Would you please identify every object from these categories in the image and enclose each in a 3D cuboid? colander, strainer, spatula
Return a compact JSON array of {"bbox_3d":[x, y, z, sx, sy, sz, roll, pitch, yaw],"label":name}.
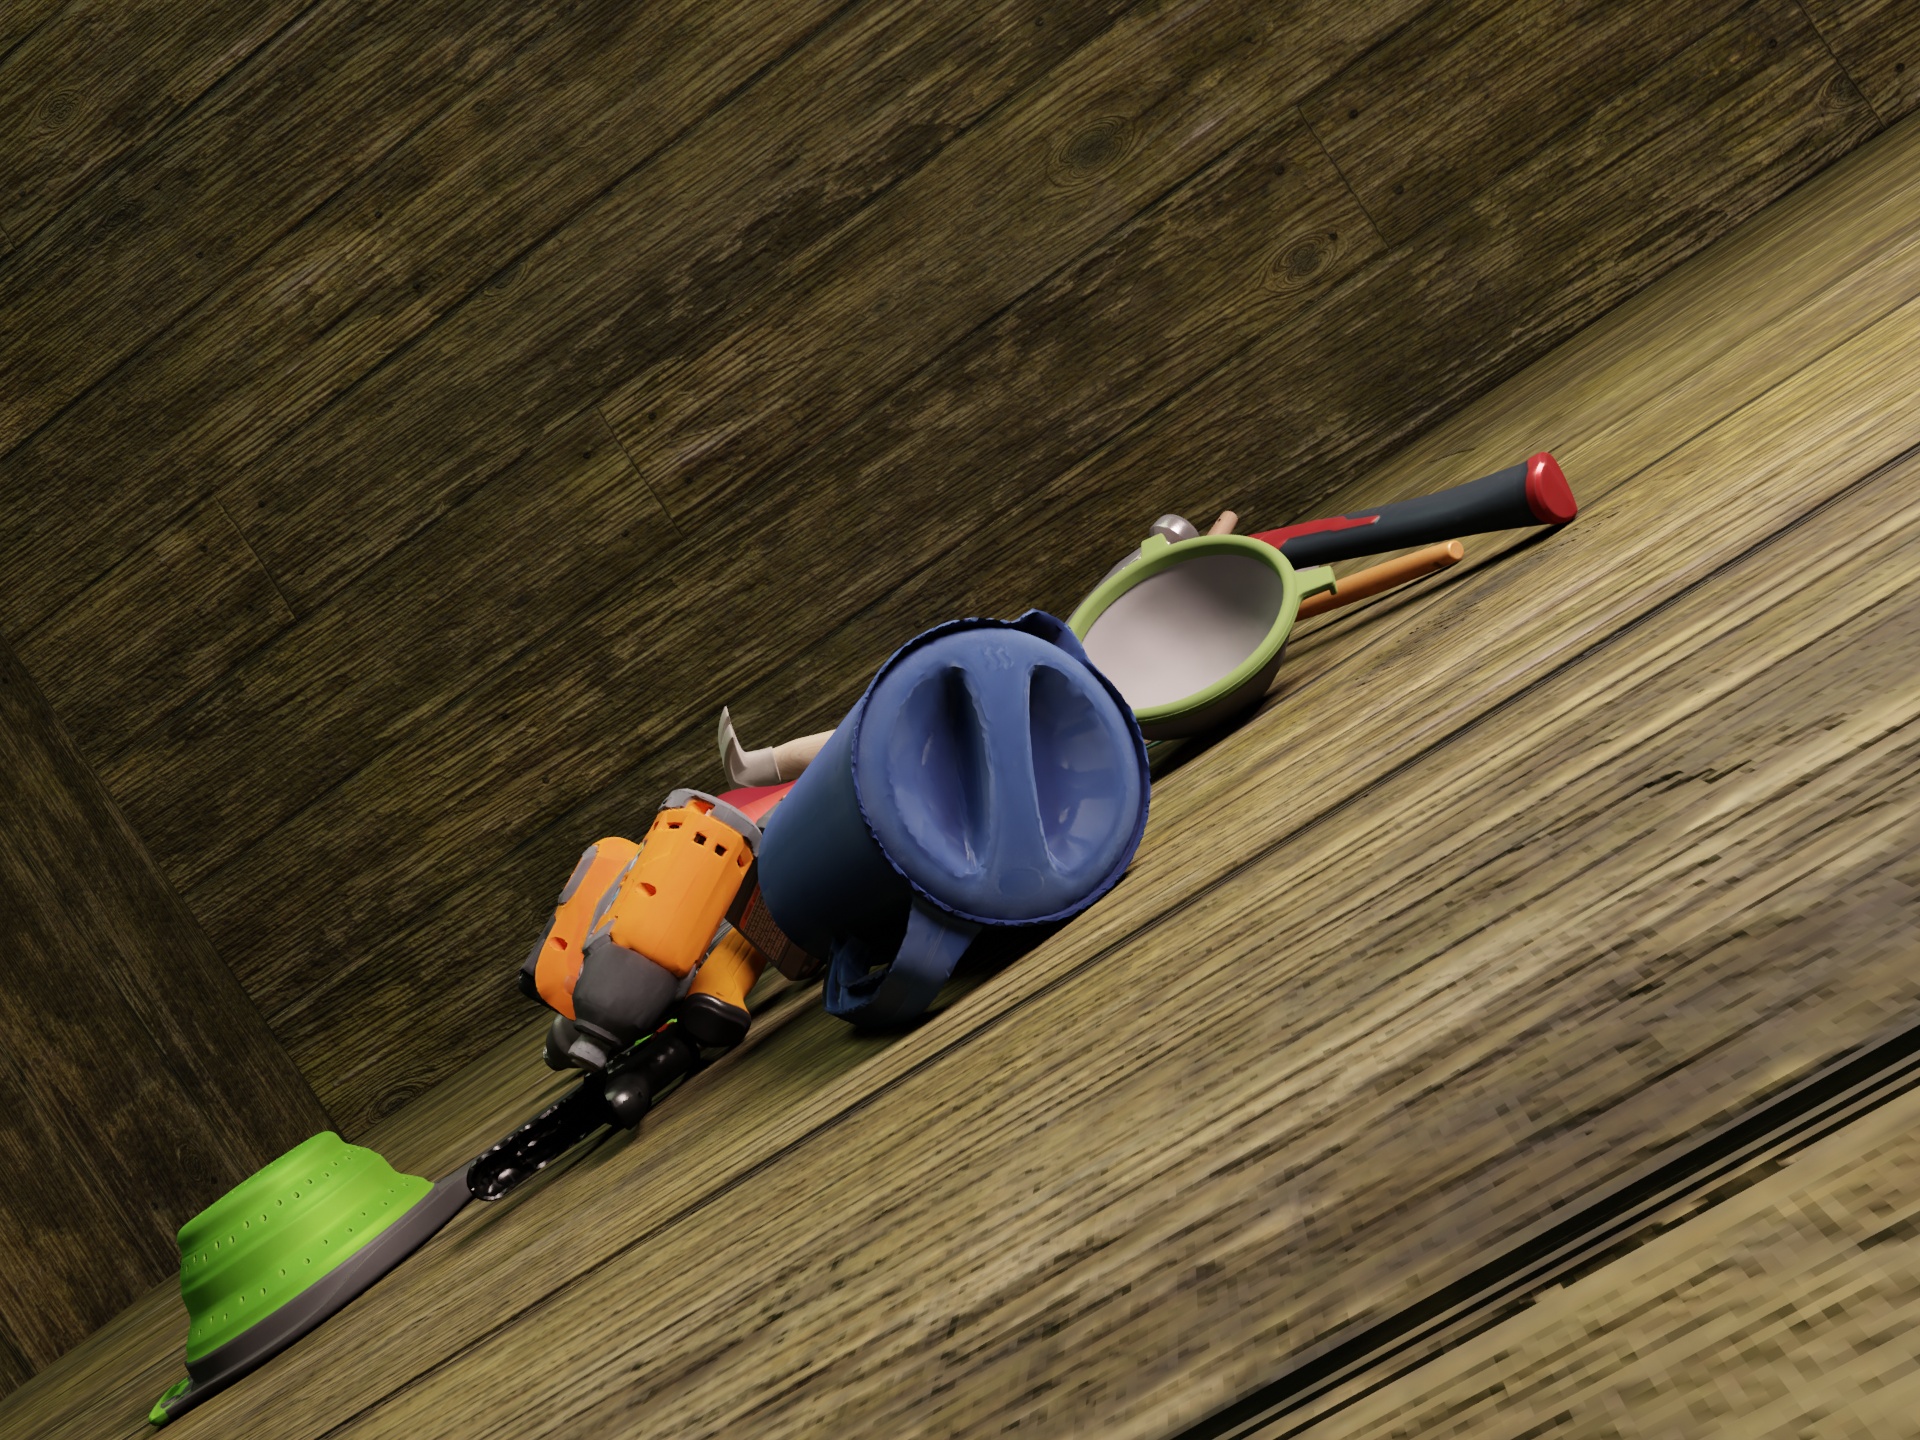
[{"bbox_3d":[-0.370,0.292,1.061,0.397,0.094,0.204,-34,1,-22],"label":"colander"},{"bbox_3d":[0.104,0.003,0.920,0.256,0.069,0.152,-49,38,-17],"label":"strainer"},{"bbox_3d":[0.235,-0.085,1.101,0.322,0.081,0.041,-21,40,64],"label":"spatula"}]

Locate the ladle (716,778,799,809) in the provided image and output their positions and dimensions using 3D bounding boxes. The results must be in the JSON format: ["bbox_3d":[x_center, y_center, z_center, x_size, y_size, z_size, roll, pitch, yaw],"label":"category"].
[{"bbox_3d":[-0.079,0.032,1.241,0.315,0.031,0.069,-23,27,-39],"label":"ladle"}]

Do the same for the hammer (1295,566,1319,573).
[{"bbox_3d":[0.225,-0.096,1.386,0.130,0.031,0.331,-7,-6,-1],"label":"hammer"}]

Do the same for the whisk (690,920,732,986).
[{"bbox_3d":[-0.115,0.118,1.288,0.284,0.070,0.070,-42,1,-1],"label":"whisk"}]

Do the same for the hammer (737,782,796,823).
[{"bbox_3d":[-0.002,-0.004,1.165,0.359,0.037,0.149,-27,-28,-24],"label":"hammer"}]

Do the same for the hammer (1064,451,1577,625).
[{"bbox_3d":[0.203,-0.098,0.979,0.143,0.038,0.386,-47,19,-23],"label":"hammer"}]

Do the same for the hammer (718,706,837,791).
[{"bbox_3d":[-0.007,-0.010,1.392,0.410,0.038,0.146,-15,-32,-6],"label":"hammer"}]

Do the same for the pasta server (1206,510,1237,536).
[{"bbox_3d":[0.125,-0.051,1.121,0.060,0.040,0.316,-19,29,51],"label":"pasta server"}]

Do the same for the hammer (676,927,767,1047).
[{"bbox_3d":[-0.146,0.142,1.094,0.034,0.127,0.337,-60,2,11],"label":"hammer"}]

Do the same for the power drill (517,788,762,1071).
[{"bbox_3d":[-0.205,0.136,0.968,0.164,0.084,0.226,-64,15,-21],"label":"power drill"}]

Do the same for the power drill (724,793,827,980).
[{"bbox_3d":[-0.055,0.081,1.070,0.226,0.084,0.185,-36,-19,-43],"label":"power drill"}]

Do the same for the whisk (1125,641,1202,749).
[{"bbox_3d":[0.069,0.034,1.001,0.245,0.051,0.047,-39,11,-7],"label":"whisk"}]
